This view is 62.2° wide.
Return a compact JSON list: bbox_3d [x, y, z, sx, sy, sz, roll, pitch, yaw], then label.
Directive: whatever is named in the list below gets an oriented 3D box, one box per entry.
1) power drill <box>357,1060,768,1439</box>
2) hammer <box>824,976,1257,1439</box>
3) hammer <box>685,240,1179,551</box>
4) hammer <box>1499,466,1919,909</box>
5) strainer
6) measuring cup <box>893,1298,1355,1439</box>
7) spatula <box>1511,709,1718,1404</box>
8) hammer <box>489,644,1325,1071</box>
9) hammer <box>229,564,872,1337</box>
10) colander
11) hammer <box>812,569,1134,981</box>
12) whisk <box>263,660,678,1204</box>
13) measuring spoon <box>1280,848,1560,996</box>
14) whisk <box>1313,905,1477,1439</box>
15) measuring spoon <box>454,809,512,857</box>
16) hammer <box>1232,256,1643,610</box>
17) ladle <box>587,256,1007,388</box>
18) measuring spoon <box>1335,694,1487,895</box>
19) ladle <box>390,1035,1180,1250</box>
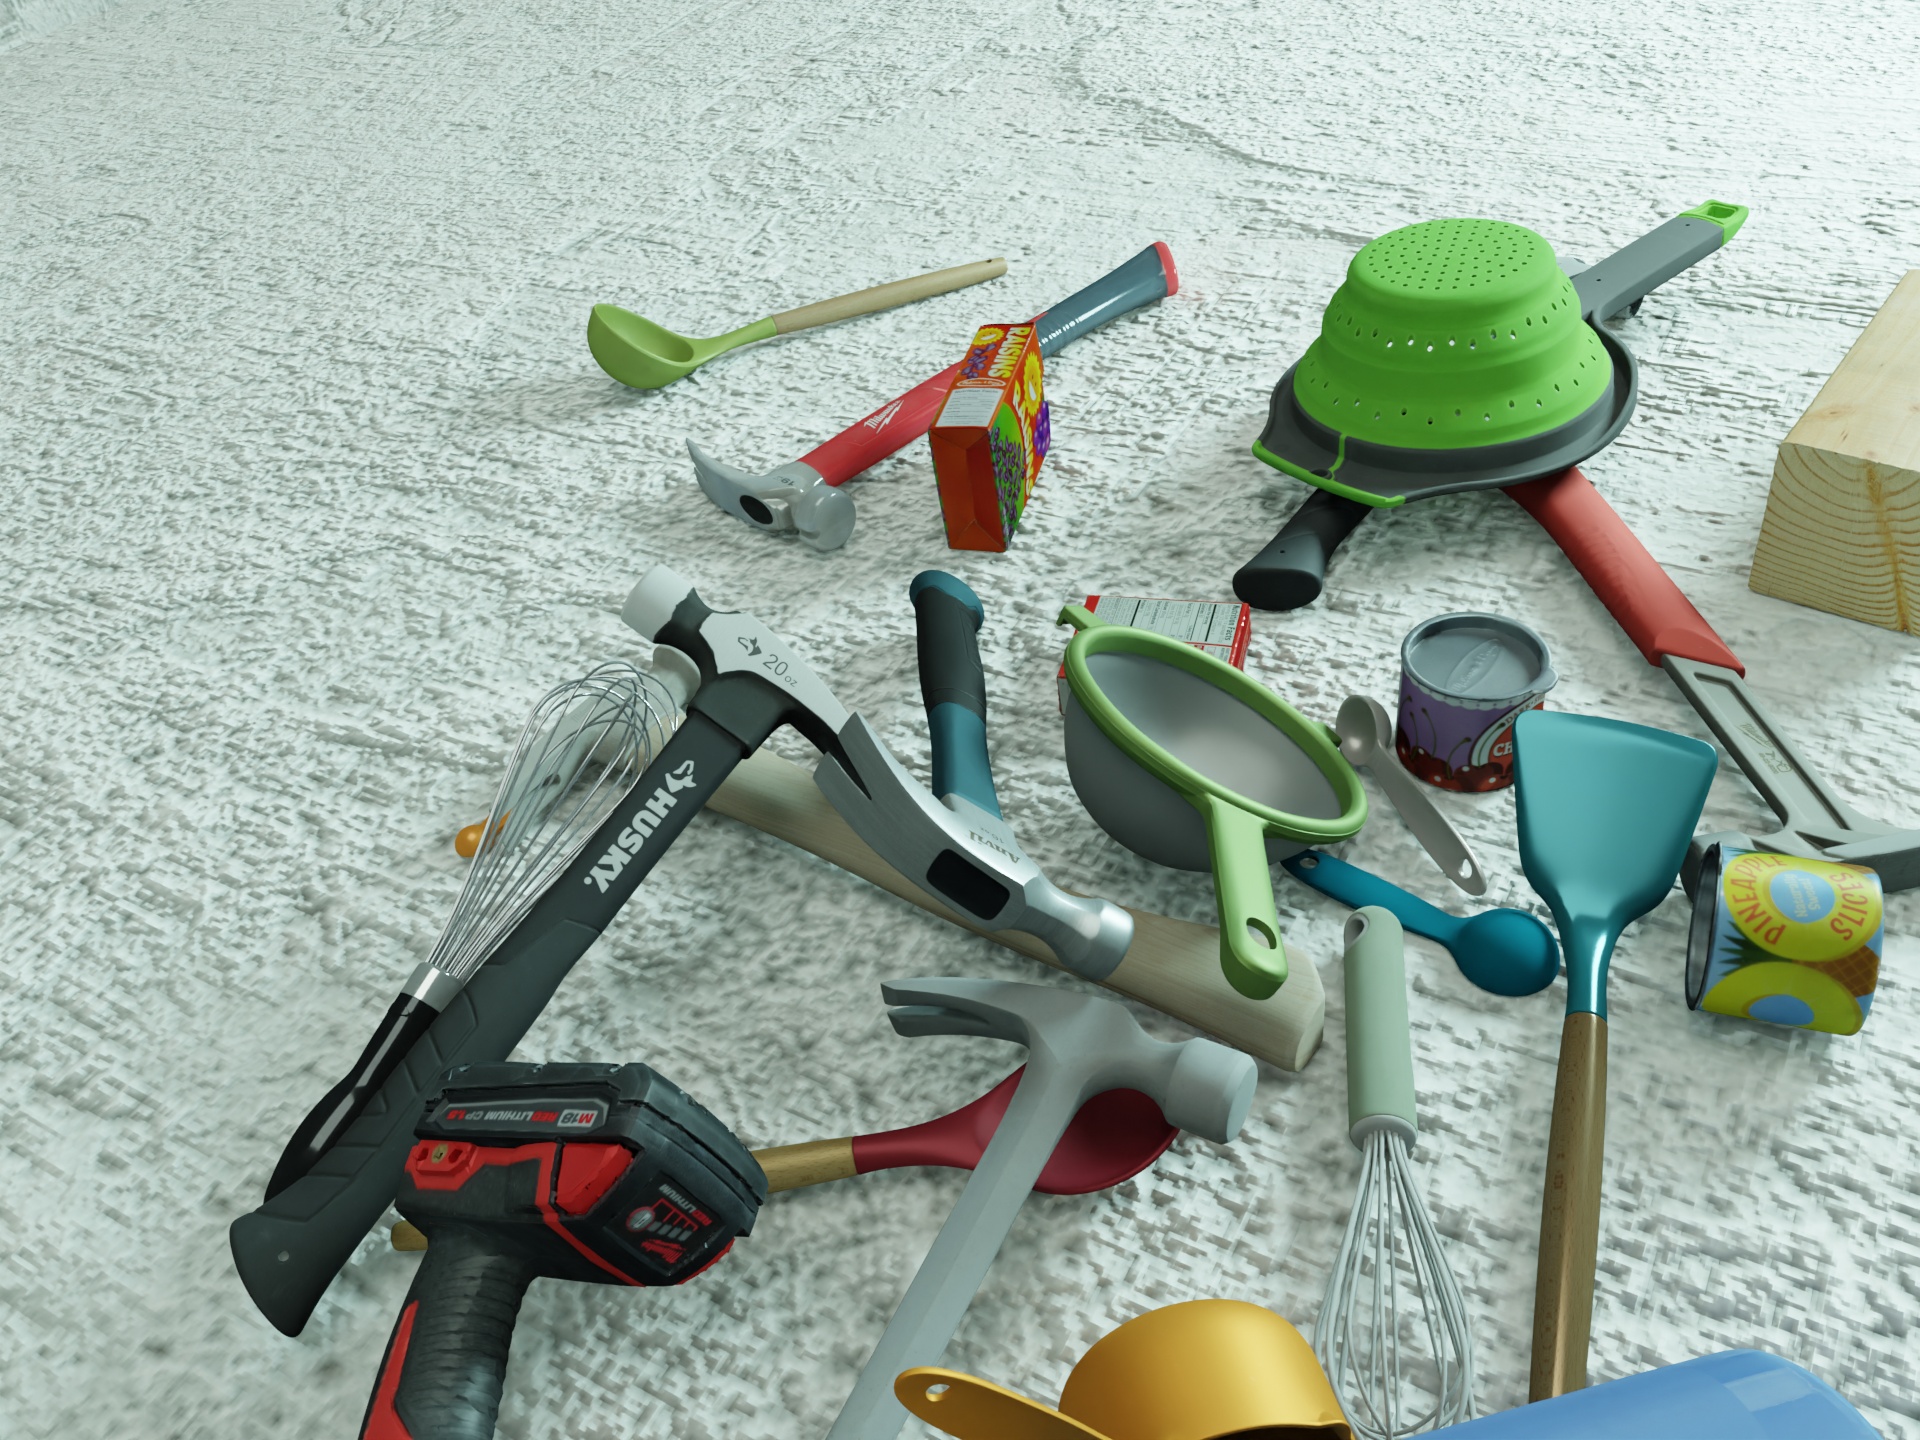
[{"bbox_3d":[-0.150,0.224,0.505,0.143,0.078,0.220,-7,47,30],"label":"power drill"},{"bbox_3d":[-0.049,0.246,0.497,0.144,0.035,0.406,15,51,27],"label":"hammer"},{"bbox_3d":[0.000,-0.236,1.071,0.386,0.038,0.143,-37,46,-28],"label":"hammer"},{"bbox_3d":[0.357,-0.052,0.790,0.149,0.036,0.359,-10,41,-1],"label":"hammer"},{"bbox_3d":[0.098,0.050,0.666,0.151,0.069,0.257,25,26,-9],"label":"strainer"},{"bbox_3d":[0.043,0.199,0.469,0.095,0.173,0.052,-46,31,18],"label":"measuring cup"},{"bbox_3d":[0.230,0.127,0.588,0.082,0.044,0.318,12,49,14],"label":"spatula"},{"bbox_3d":[-0.033,0.068,0.726,0.411,0.038,0.146,21,50,30],"label":"hammer"},{"bbox_3d":[-0.165,0.096,0.651,0.146,0.035,0.335,36,66,-1],"label":"hammer"},{"bbox_3d":[0.340,-0.261,0.932,0.397,0.094,0.205,-32,42,-23],"label":"colander"},{"bbox_3d":[-0.001,-0.002,0.730,0.128,0.033,0.331,30,19,-14],"label":"hammer"},{"bbox_3d":[-0.212,0.089,0.692,0.070,0.070,0.285,15,61,26],"label":"whisk"},{"bbox_3d":[0.194,0.077,0.681,0.129,0.021,0.042,24,51,31],"label":"measuring spoon"},{"bbox_3d":[0.156,0.159,0.583,0.059,0.057,0.247,27,39,-10],"label":"whisk"},{"bbox_3d":[-0.221,0.028,0.825,0.021,0.011,0.117,15,46,25],"label":"measuring spoon"},{"bbox_3d":[0.275,-0.190,0.967,0.149,0.036,0.409,20,49,31],"label":"hammer"},{"bbox_3d":[-0.113,-0.306,1.161,0.320,0.062,0.078,-19,44,-15],"label":"ladle"},{"bbox_3d":[0.210,0.034,0.729,0.018,0.034,0.124,-4,42,-22],"label":"measuring spoon"},{"bbox_3d":[-0.066,0.174,0.617,0.315,0.031,0.069,-10,41,2],"label":"ladle"}]
